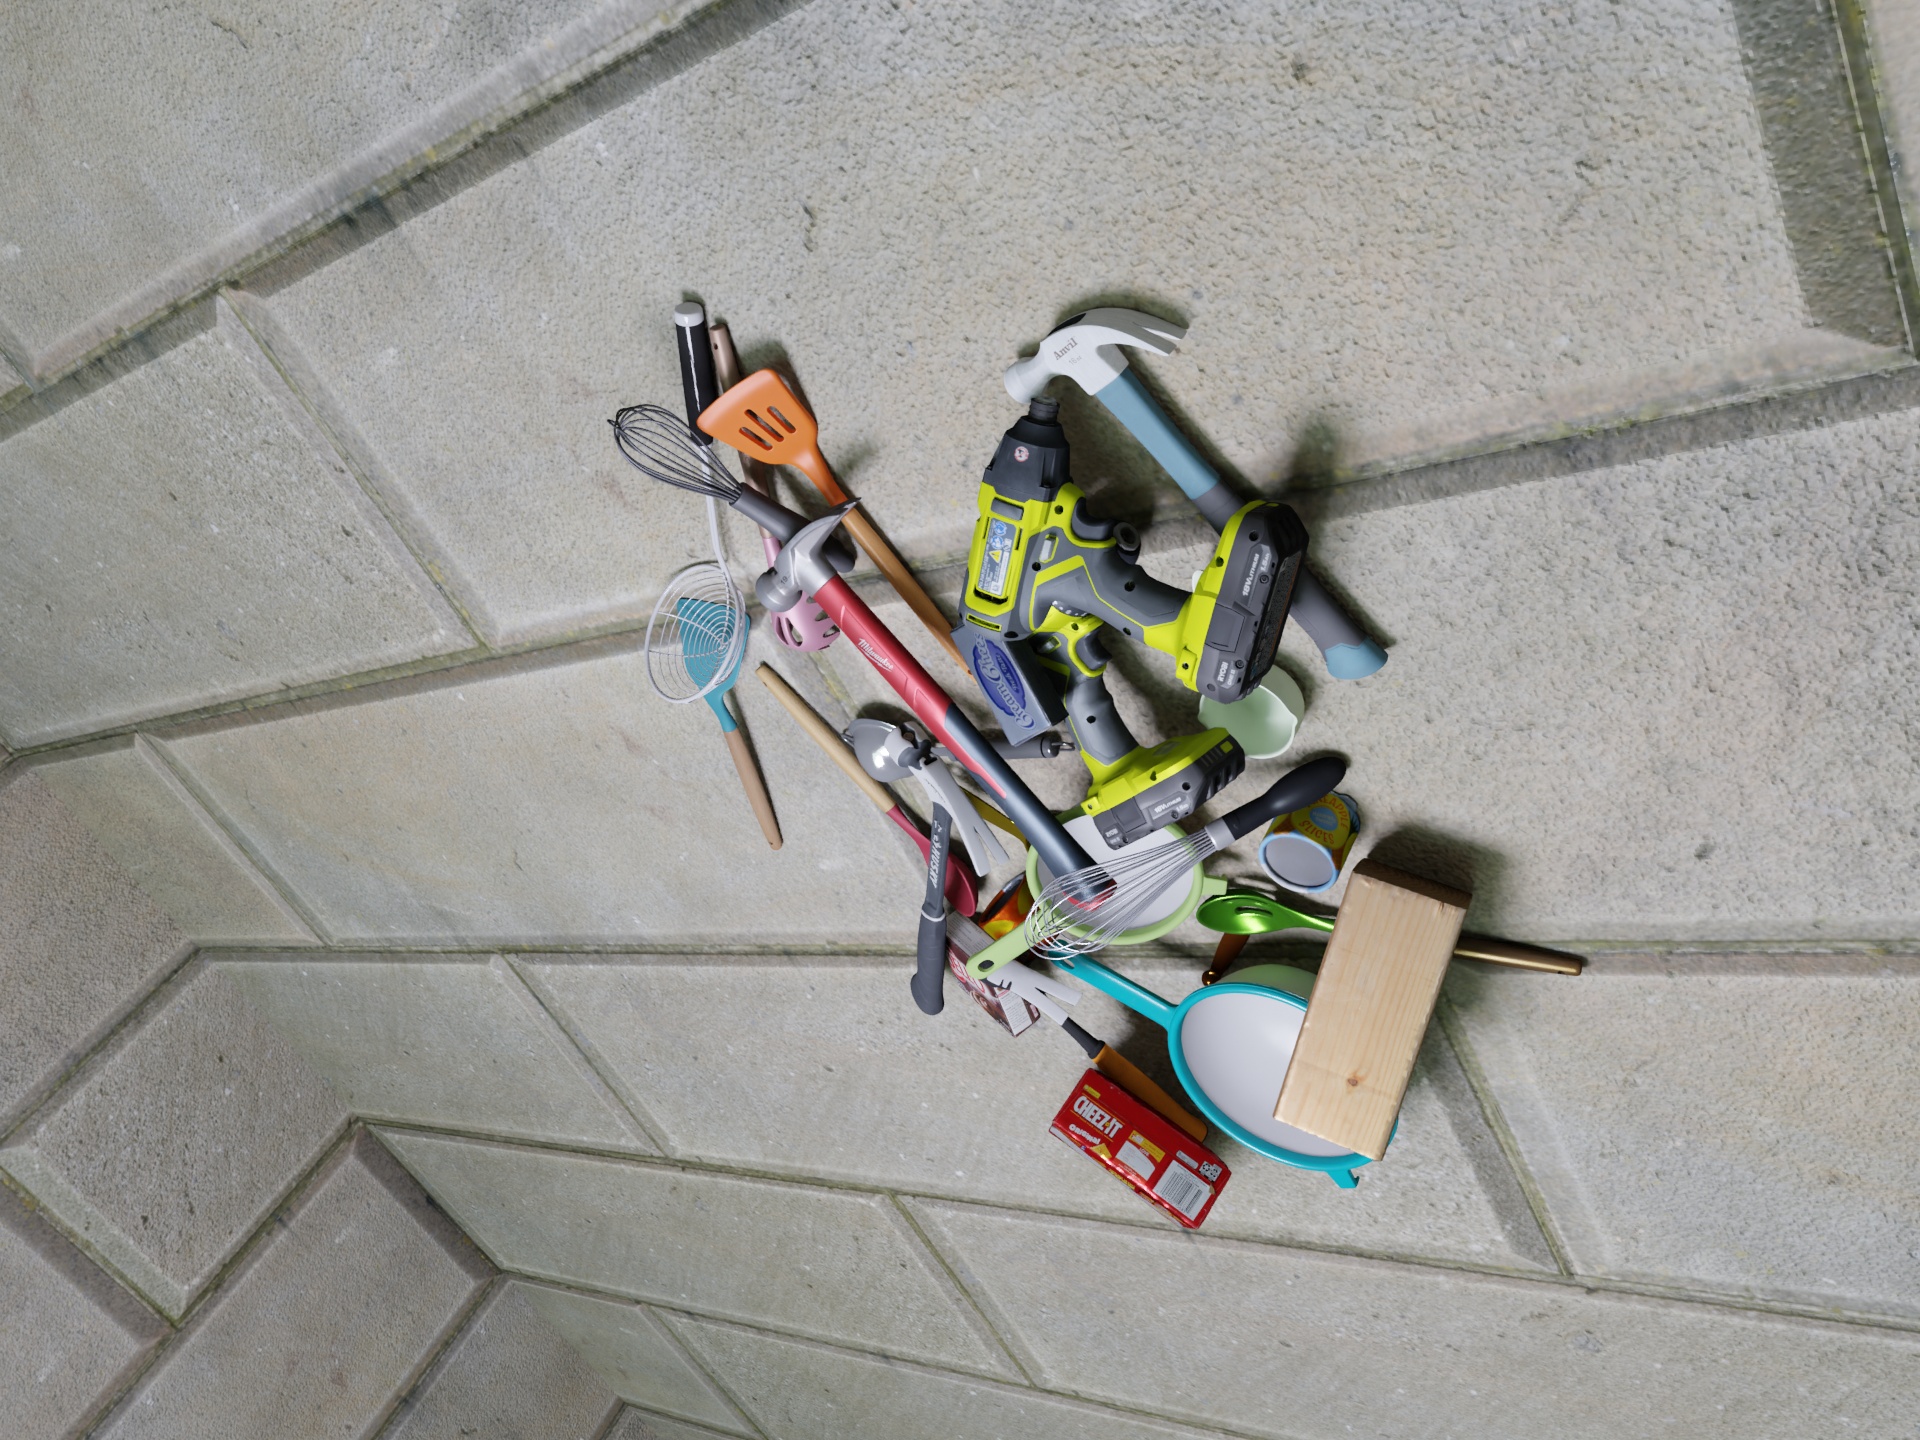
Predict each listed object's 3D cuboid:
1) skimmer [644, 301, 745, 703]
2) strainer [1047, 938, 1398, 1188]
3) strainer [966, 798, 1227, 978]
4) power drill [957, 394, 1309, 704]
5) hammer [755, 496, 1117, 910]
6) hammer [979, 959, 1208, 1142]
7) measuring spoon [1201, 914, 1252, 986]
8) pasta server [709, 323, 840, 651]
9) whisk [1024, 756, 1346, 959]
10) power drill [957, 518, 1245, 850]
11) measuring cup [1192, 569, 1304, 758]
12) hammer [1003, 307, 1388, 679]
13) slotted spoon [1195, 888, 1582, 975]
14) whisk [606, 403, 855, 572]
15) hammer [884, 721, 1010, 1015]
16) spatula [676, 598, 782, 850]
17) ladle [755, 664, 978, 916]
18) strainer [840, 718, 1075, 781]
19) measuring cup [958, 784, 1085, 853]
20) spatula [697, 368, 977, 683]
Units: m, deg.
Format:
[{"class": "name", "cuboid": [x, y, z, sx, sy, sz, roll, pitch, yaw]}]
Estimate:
[{"class": "skimmer", "cuboid": [-0.238, -0.175, 1.342, 0.127, 0.090, 0.363, 48, 150, 39]}, {"class": "strainer", "cuboid": [0.244, 0.263, 1.432, 0.340, 0.095, 0.210, 27, 135, 21]}, {"class": "strainer", "cuboid": [0.099, 0.145, 1.396, 0.151, 0.069, 0.256, 41, 122, -17]}, {"class": "power drill", "cuboid": [0.114, -0.115, 1.091, 0.223, 0.080, 0.171, 22, 115, 21]}, {"class": "hammer", "cuboid": [-0.002, -0.004, 1.280, 0.386, 0.038, 0.143, 48, 139, -3]}, {"class": "hammer", "cuboid": [0.150, 0.331, 1.535, 0.127, 0.034, 0.336, 18, 158, 52]}, {"class": "measuring spoon", "cuboid": [0.241, 0.212, 1.441, 0.021, 0.011, 0.116, 27, 139, 10]}, {"class": "pasta server", "cuboid": [-0.162, -0.184, 1.332, 0.060, 0.040, 0.316, 11, 130, 28]}, {"class": "whisk", "cuboid": [0.175, 0.105, 1.241, 0.284, 0.070, 0.070, -30, 114, 6]}, {"class": "power drill", "cuboid": [0.114, -0.031, 1.213, 0.228, 0.080, 0.190, 57, 140, 1]}, {"class": "measuring cup", "cuboid": [0.208, -0.048, 1.190, 0.083, 0.038, 0.167, 0, 125, 38]}, {"class": "hammer", "cuboid": [0.179, -0.152, 1.111, 0.331, 0.033, 0.128, 46, 141, -12]}, {"class": "slotted spoon", "cuboid": [0.348, 0.177, 1.318, 0.314, 0.031, 0.070, 7, 149, 27]}, {"class": "whisk", "cuboid": [-0.180, -0.182, 1.284, 0.238, 0.055, 0.055, 31, 146, -30]}, {"class": "hammer", "cuboid": [-0.020, 0.173, 1.487, 0.149, 0.036, 0.408, 51, 156, 28]}, {"class": "spatula", "cuboid": [-0.214, 0.017, 1.569, 0.082, 0.044, 0.317, 13, 140, 24]}, {"class": "ladle", "cuboid": [-0.085, 0.065, 1.519, 0.315, 0.031, 0.069, 48, 155, -11]}, {"class": "strainer", "cuboid": [-0.012, 0.028, 1.422, 0.258, 0.050, 0.086, -3, 143, 34]}, {"class": "measuring cup", "cuboid": [0.047, 0.085, 1.445, 0.156, 0.029, 0.062, 31, 140, 10]}, {"class": "spatula", "cuboid": [-0.080, -0.147, 1.295, 0.081, 0.041, 0.322, -30, 111, 25]}]
